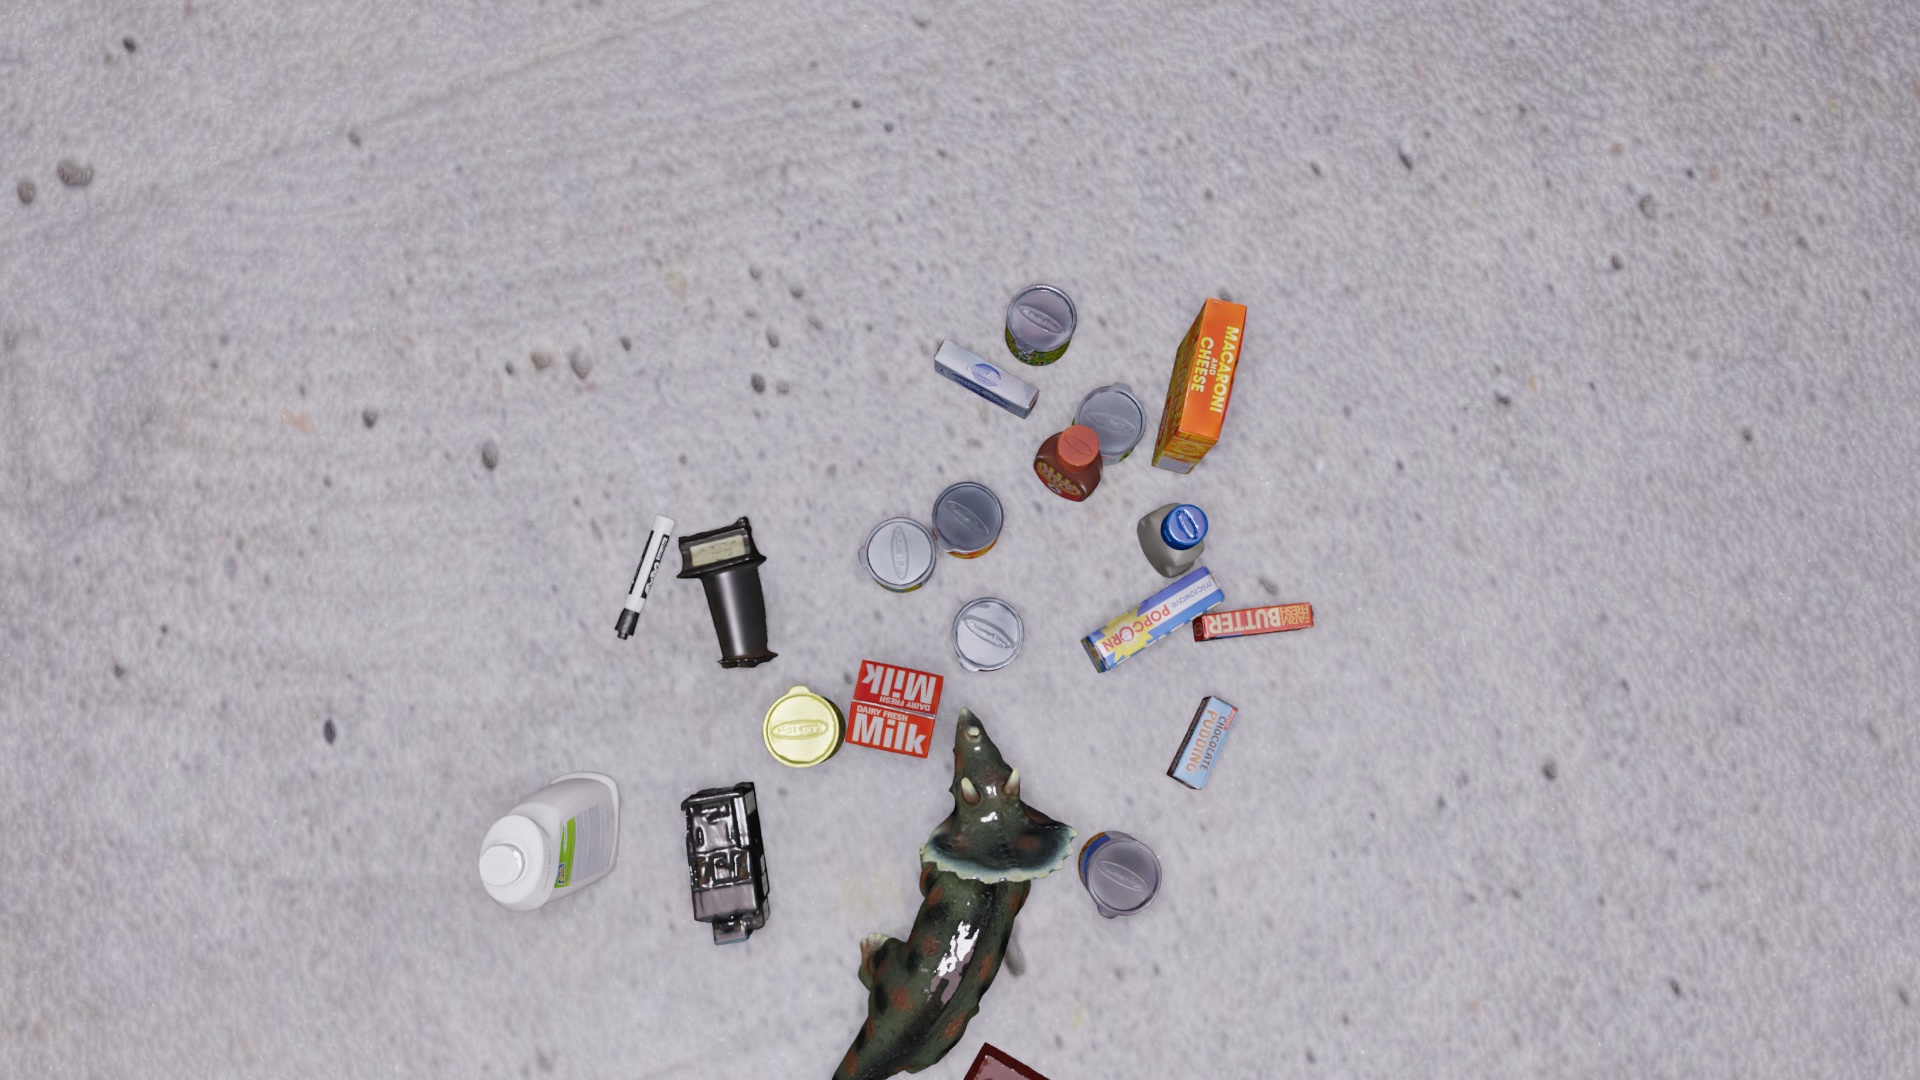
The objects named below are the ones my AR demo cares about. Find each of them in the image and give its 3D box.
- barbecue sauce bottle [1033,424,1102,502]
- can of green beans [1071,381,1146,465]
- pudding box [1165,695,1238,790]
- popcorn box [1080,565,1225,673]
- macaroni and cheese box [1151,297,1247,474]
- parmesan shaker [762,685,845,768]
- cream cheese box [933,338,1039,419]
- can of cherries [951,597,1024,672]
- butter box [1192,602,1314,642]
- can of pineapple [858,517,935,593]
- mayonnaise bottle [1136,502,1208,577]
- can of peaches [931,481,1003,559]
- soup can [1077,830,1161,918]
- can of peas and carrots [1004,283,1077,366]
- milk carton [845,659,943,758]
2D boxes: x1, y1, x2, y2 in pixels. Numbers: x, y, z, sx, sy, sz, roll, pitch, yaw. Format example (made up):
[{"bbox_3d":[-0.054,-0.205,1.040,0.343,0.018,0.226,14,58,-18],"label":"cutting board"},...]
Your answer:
[{"bbox_3d":[0.101,-0.073,1.264,0.065,0.148,0.044,36,84,4],"label":"barbecue sauce bottle"},{"bbox_3d":[0.139,-0.108,1.315,0.071,0.057,0.071,0,82,-1],"label":"can of green beans"},{"bbox_3d":[0.223,0.186,1.278,0.030,0.049,0.084,27,83,3],"label":"pudding box"},{"bbox_3d":[0.175,0.073,1.276,0.127,0.085,0.038,-30,84,-5],"label":"popcorn box"},{"bbox_3d":[0.216,-0.137,1.265,0.040,0.166,0.124,13,82,1],"label":"macaroni and cheese box"},{"bbox_3d":[-0.138,0.167,1.250,0.071,0.103,0.071,0,82,-1],"label":"parmesan shaker"},{"bbox_3d":[0.024,-0.153,1.322,0.104,0.053,0.024,29,83,3],"label":"cream cheese box"},{"bbox_3d":[0.023,0.090,1.285,0.071,0.058,0.071,0,82,-1],"label":"can of cherries"},{"bbox_3d":[0.272,0.076,1.293,0.103,0.053,0.024,-7,83,-2],"label":"butter box"},{"bbox_3d":[-0.057,0.014,1.295,0.071,0.058,0.071,0,82,-1],"label":"can of pineapple"},{"bbox_3d":[0.194,-0.004,1.255,0.041,0.148,0.065,-28,84,-4],"label":"mayonnaise bottle"},{"bbox_3d":[0.005,-0.016,1.300,0.071,0.058,0.071,0,82,-1],"label":"can of peaches"},{"bbox_3d":[0.140,0.299,1.244,0.071,0.083,0.071,0,82,-1],"label":"soup can"},{"bbox_3d":[0.075,-0.203,1.327,0.071,0.058,0.071,0,82,-1],"label":"can of peas and carrots"},{"bbox_3d":[-0.056,0.147,1.209,0.072,0.190,0.073,11,83,1],"label":"milk carton"}]
